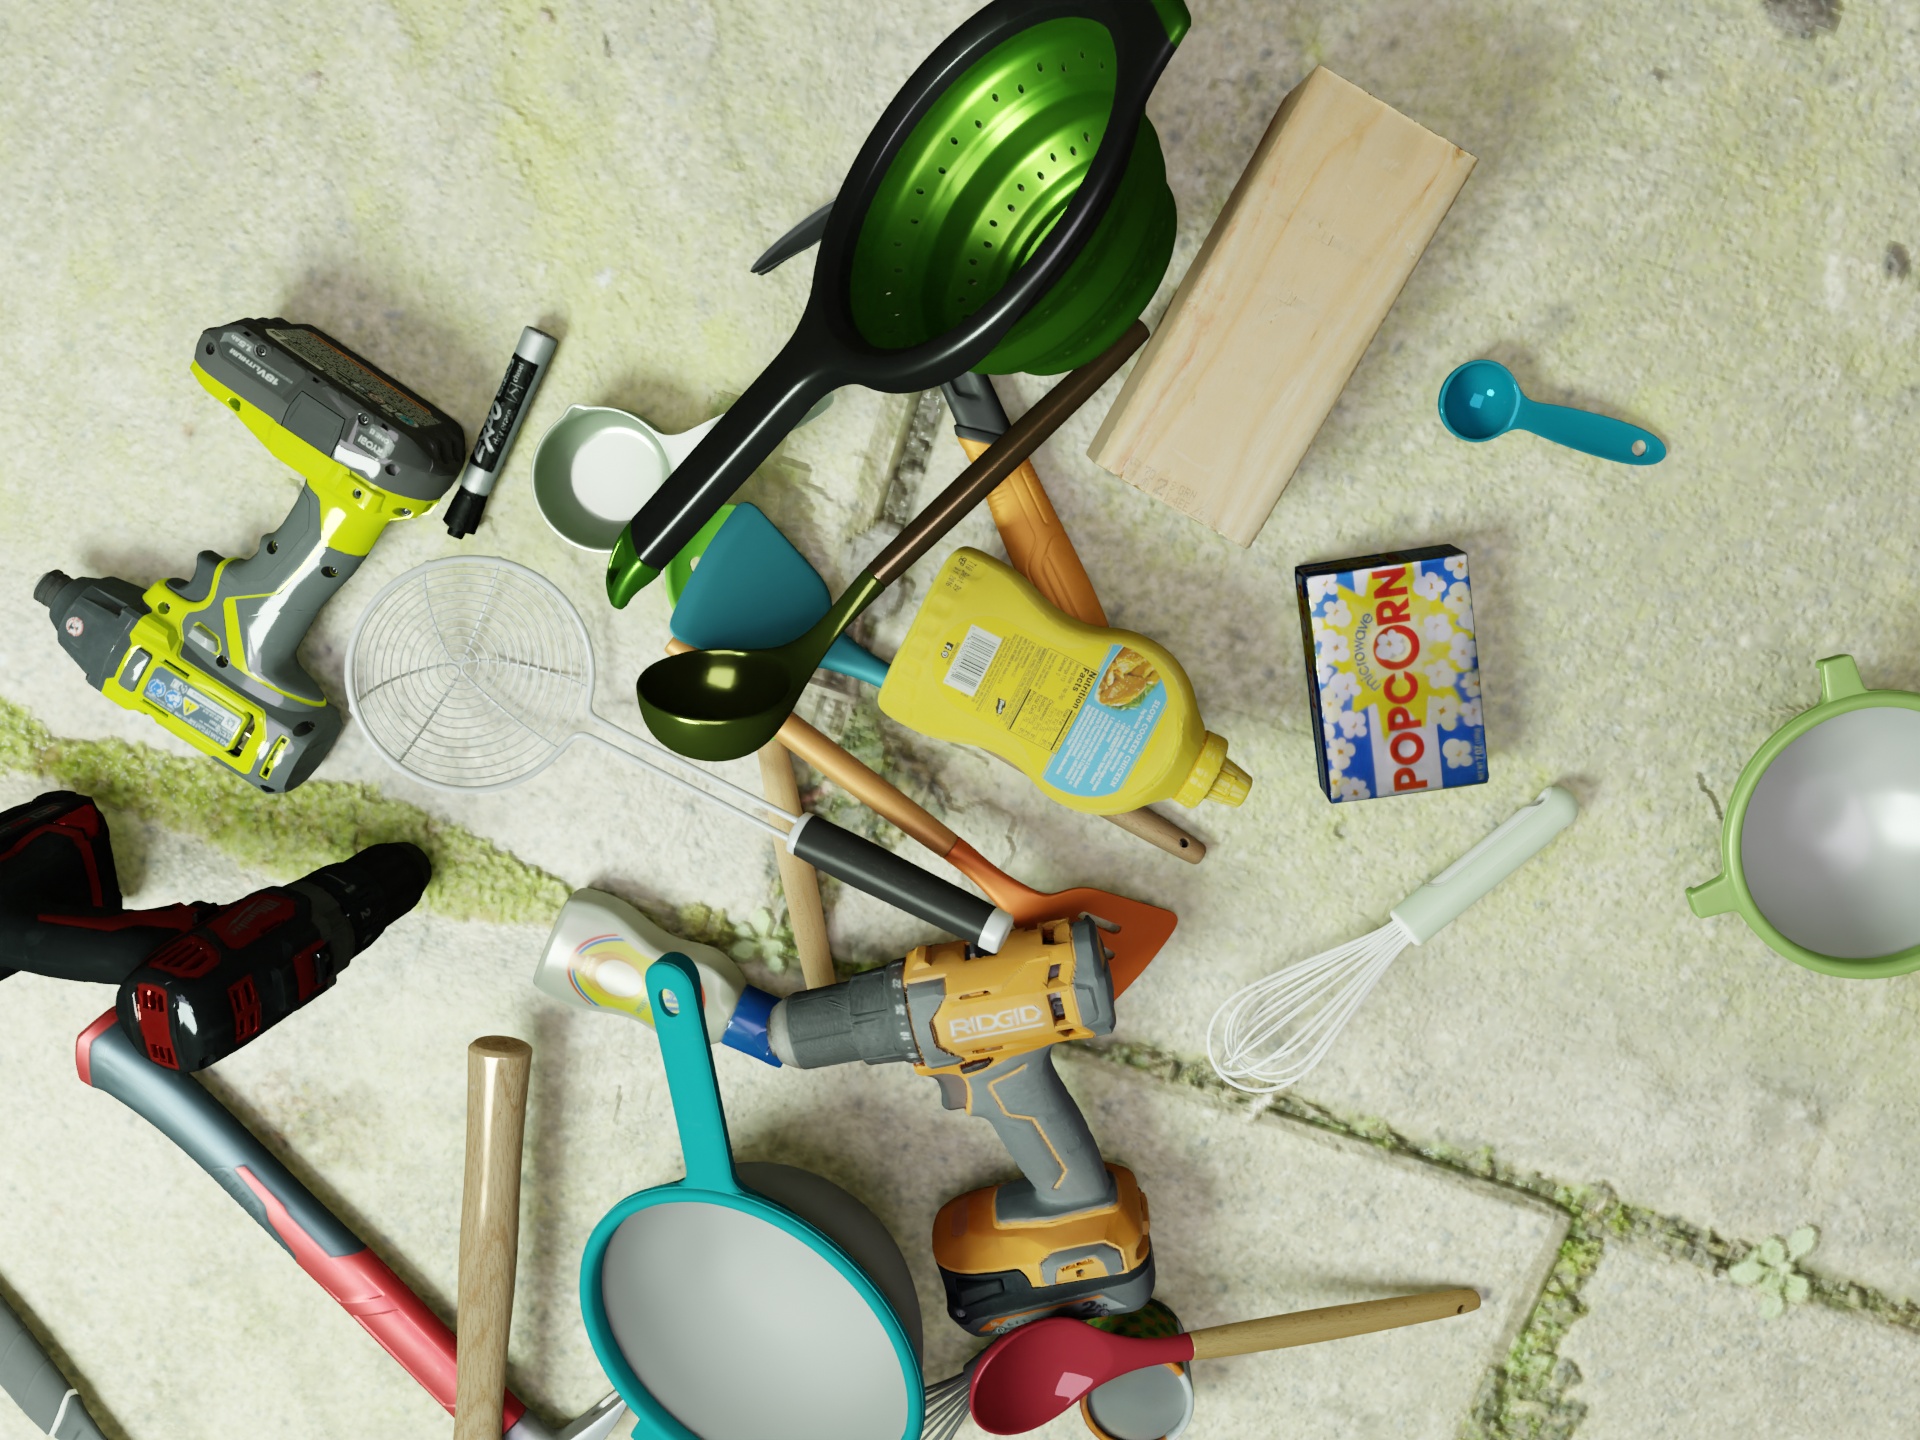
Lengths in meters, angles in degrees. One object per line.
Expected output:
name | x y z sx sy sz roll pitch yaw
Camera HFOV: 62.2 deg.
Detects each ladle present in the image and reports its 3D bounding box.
ladle | -0.030 -0.097 0.792 0.320 0.078 0.062 -43 130 -2
ladle | 0.152 0.344 0.885 0.315 0.031 0.069 -2 109 -17

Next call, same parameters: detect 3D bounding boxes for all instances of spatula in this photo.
spatula | -0.025 0.052 0.866 0.322 0.041 0.081 37 102 -7
spatula | -0.001 -0.003 0.858 0.317 0.044 0.082 29 78 -6

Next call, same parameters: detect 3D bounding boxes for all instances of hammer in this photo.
hammer | -0.363 0.307 0.944 0.143 0.038 0.386 -41 97 8
hammer | -0.271 0.342 0.914 0.130 0.031 0.331 6 99 0
hammer | -0.546 0.445 0.984 0.149 0.036 0.409 -33 98 10
hammer | 0.018 -0.123 0.839 0.127 0.034 0.337 -26 99 7

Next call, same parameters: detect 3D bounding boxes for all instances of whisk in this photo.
whisk | 0.009 0.387 0.941 0.239 0.055 0.055 -41 97 5
whisk | 0.237 0.118 0.873 0.246 0.058 0.059 -40 89 5

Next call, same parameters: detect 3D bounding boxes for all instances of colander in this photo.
colander | -0.024 -0.177 0.765 0.094 0.205 0.397 27 121 -38

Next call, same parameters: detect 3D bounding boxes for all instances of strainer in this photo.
strainer | 0.513 0.076 0.837 0.256 0.069 0.151 25 99 -3
strainer | -0.110 0.266 0.876 0.211 0.095 0.340 0 110 24

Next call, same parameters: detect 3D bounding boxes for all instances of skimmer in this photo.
skimmer | -0.143 0.030 0.819 0.363 0.090 0.127 25 86 12

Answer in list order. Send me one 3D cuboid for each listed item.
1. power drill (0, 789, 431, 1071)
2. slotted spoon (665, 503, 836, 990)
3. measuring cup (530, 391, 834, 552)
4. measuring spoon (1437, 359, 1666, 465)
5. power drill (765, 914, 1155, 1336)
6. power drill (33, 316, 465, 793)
power drill | -0.421 0.101 0.855 0.227 0.188 0.080 10 113 19
slotted spoon | -0.103 0.035 0.881 0.070 0.031 0.313 -14 103 -12
measuring cup | -0.144 -0.144 0.843 0.167 0.038 0.083 -19 100 5
measuring spoon | 0.307 -0.155 0.831 0.128 0.021 0.042 14 101 -9
power drill | 0.006 0.223 0.871 0.185 0.084 0.226 -12 111 5
power drill | -0.380 -0.093 0.846 0.171 0.080 0.223 34 104 -4
